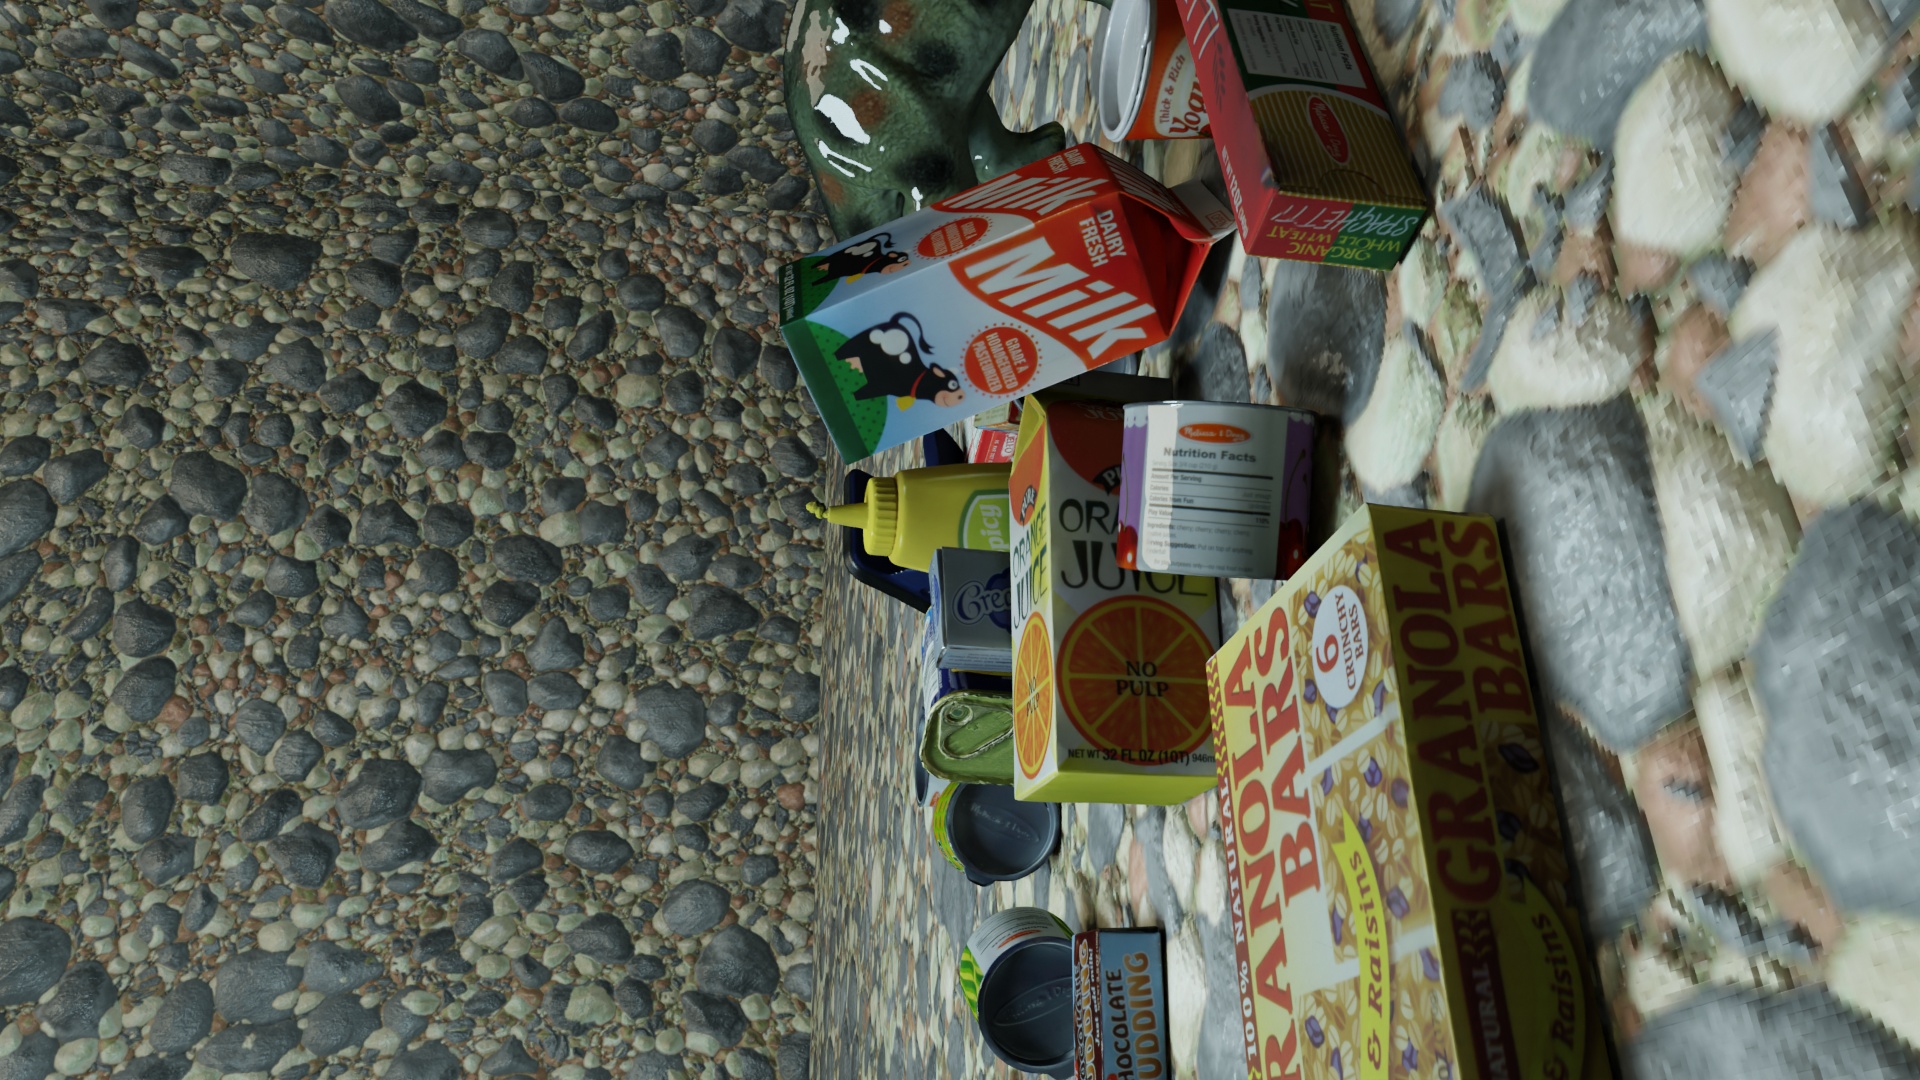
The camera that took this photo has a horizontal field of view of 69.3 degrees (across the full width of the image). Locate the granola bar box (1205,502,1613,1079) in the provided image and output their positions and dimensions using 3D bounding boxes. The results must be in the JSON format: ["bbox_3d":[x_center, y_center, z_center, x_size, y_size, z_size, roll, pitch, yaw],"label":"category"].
[{"bbox_3d":[0.112,0.091,0.375,0.123,0.039,0.166,113,158,-62],"label":"granola bar box"}]

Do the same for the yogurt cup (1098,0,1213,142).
[{"bbox_3d":[0.091,-0.196,0.569,0.072,0.054,0.072,-174,88,-81],"label":"yogurt cup"}]

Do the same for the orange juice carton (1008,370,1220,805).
[{"bbox_3d":[0.064,0.012,0.596,0.072,0.072,0.193,118,153,-67],"label":"orange juice carton"}]

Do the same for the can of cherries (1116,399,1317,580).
[{"bbox_3d":[0.089,-0.017,0.483,0.071,0.071,0.058,-175,87,-80],"label":"can of cherries"}]

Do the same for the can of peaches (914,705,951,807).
[{"bbox_3d":[0.001,0.149,0.956,0.071,0.058,0.071,-174,88,-81],"label":"can of peaches"}]

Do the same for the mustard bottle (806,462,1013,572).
[{"bbox_3d":[0.003,-0.009,0.701,0.049,0.160,0.065,-133,46,-75],"label":"mustard bottle"}]

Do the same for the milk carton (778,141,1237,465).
[{"bbox_3d":[0.022,-0.111,0.601,0.072,0.190,0.073,-104,-8,-58],"label":"milk carton"}]

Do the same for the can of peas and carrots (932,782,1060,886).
[{"bbox_3d":[0.019,0.167,0.812,0.058,0.071,0.071,127,146,-74],"label":"can of peas and carrots"}]

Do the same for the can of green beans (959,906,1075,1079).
[{"bbox_3d":[0.036,0.223,0.694,0.058,0.071,0.071,179,95,-81],"label":"can of green beans"}]

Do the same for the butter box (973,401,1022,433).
[{"bbox_3d":[0.043,-0.075,0.809,0.103,0.053,0.024,-165,82,-80],"label":"butter box"}]

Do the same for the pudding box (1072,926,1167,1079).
[{"bbox_3d":[0.069,0.213,0.608,0.049,0.030,0.084,117,156,-69],"label":"pudding box"}]

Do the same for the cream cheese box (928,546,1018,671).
[{"bbox_3d":[0.038,0.034,0.641,0.024,0.104,0.053,114,157,-55],"label":"cream cheese box"}]

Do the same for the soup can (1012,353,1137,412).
[{"bbox_3d":[0.049,-0.107,0.728,0.084,0.071,0.071,-101,18,-58],"label":"soup can"}]

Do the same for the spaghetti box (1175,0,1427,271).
[{"bbox_3d":[0.106,-0.188,0.490,0.028,0.050,0.251,107,164,-49],"label":"spaghetti box"}]

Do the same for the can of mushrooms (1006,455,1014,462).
[{"bbox_3d":[0.044,-0.019,0.841,0.071,0.033,0.071,-175,88,-81],"label":"can of mushrooms"}]
